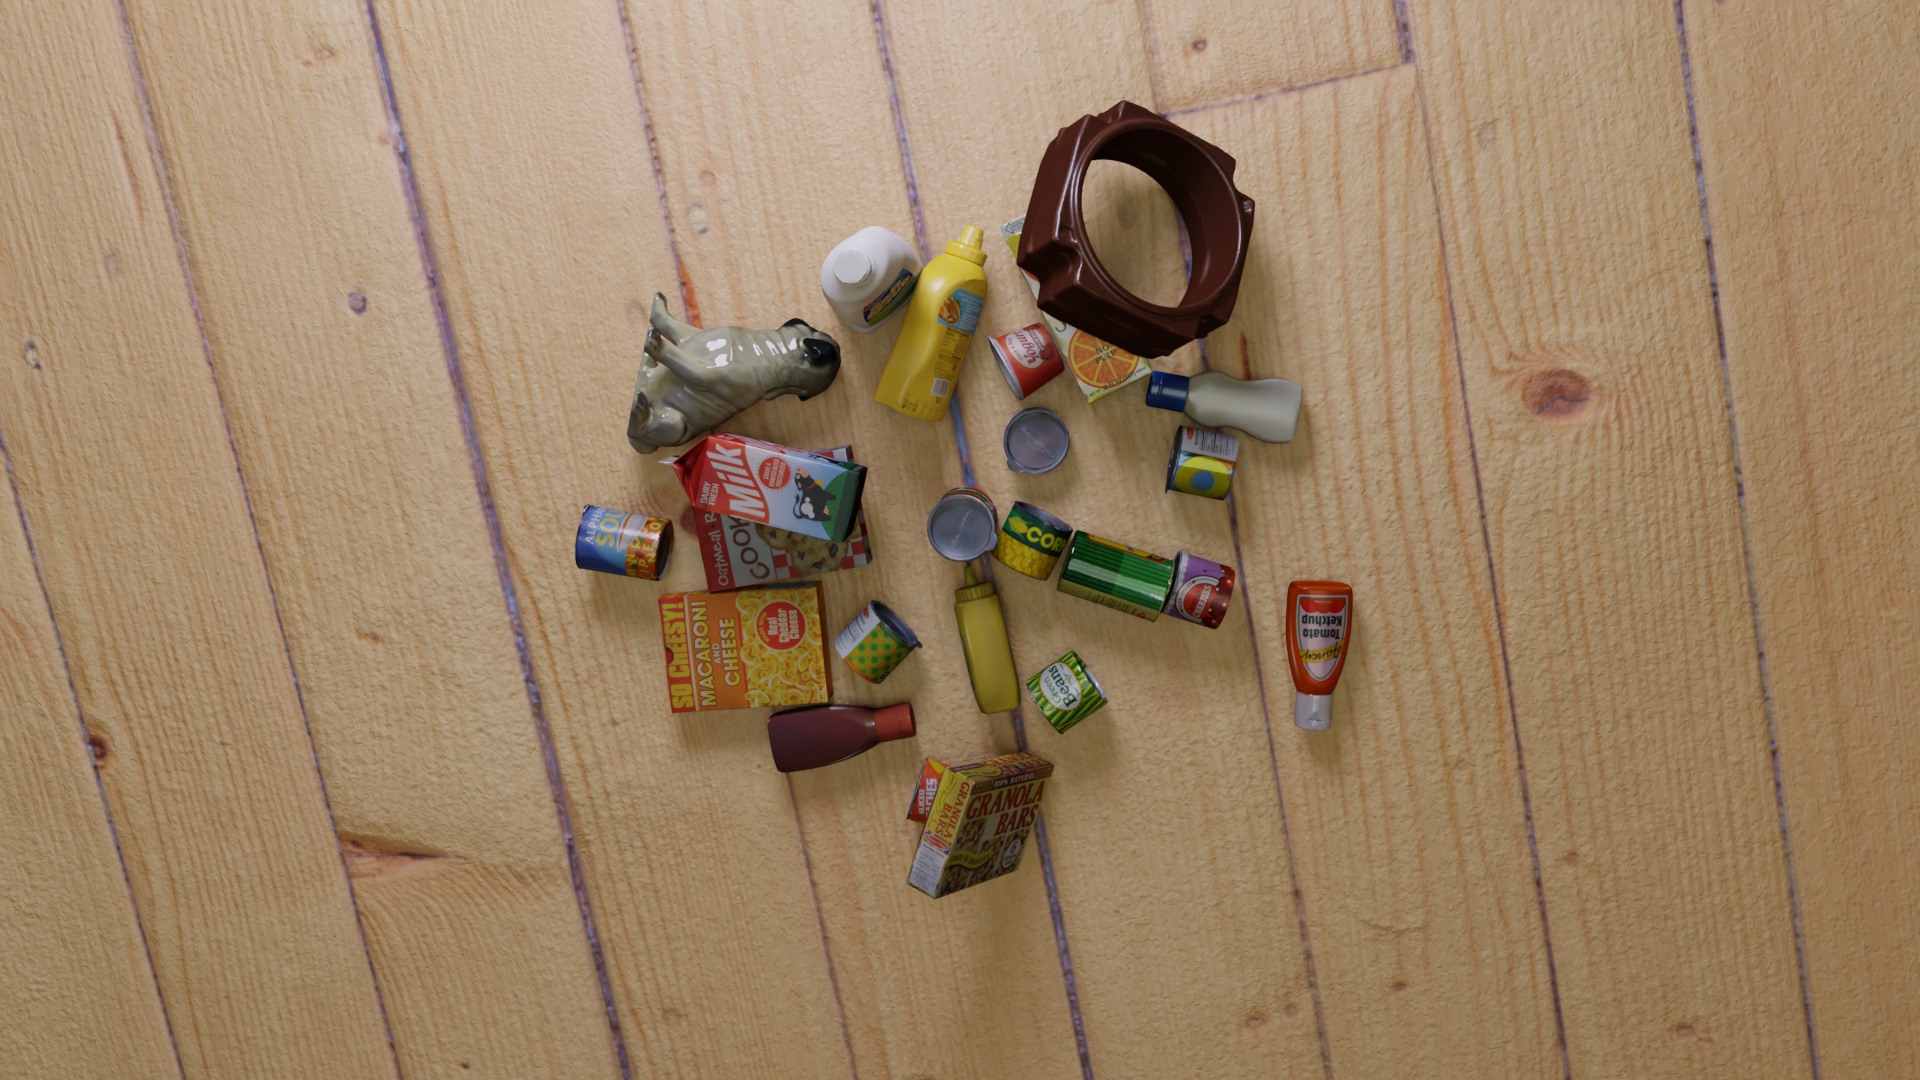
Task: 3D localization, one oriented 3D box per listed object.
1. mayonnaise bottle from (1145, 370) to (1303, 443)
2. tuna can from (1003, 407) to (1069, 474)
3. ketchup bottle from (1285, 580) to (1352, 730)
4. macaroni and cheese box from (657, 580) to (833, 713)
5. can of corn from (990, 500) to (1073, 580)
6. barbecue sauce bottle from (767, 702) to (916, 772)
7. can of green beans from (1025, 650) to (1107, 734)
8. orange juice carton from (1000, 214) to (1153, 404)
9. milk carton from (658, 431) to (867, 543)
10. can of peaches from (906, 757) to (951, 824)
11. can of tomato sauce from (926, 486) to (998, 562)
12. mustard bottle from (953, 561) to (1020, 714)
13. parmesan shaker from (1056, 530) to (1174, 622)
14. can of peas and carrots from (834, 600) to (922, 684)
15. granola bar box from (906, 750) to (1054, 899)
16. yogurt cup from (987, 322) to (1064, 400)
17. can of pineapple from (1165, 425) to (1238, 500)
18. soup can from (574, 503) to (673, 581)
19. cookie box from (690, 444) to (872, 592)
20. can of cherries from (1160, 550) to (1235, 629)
[{"bbox_3d":[0.260,-0.138,1.376,0.148,0.041,0.064,11,97,3],"label":"mayonnaise bottle"},{"bbox_3d":[0.075,-0.099,1.396,0.071,0.033,0.071,0,98,3],"label":"tuna can"},{"bbox_3d":[0.360,0.116,1.403,0.065,0.043,0.148,1,99,3],"label":"ketchup bottle"},{"bbox_3d":[-0.222,0.110,1.439,0.166,0.040,0.123,-5,97,4],"label":"macaroni and cheese box"},{"bbox_3d":[0.072,0.001,1.391,0.071,0.071,0.058,26,100,0],"label":"can of corn"},{"bbox_3d":[-0.122,0.199,1.443,0.148,0.044,0.064,-11,97,4],"label":"barbecue sauce bottle"},{"bbox_3d":[0.108,0.154,1.411,0.058,0.071,0.071,-35,95,7],"label":"can of green beans"},{"bbox_3d":[0.113,-0.235,1.354,0.072,0.073,0.192,-27,95,7],"label":"orange juice carton"},{"bbox_3d":[-0.194,-0.058,1.356,0.191,0.072,0.073,14,98,1],"label":"milk carton"},{"bbox_3d":[-0.019,0.265,1.432,0.058,0.071,0.071,18,99,0],"label":"can of peaches"},{"bbox_3d":[0.005,-0.017,1.386,0.071,0.083,0.071,0,98,3],"label":"can of tomato sauce"},{"bbox_3d":[0.023,0.094,1.413,0.049,0.065,0.160,-13,91,0],"label":"mustard bottle"},{"bbox_3d":[0.155,0.034,1.390,0.103,0.071,0.071,18,99,1],"label":"parmesan shaker"},{"bbox_3d":[-0.084,0.106,1.417,0.071,0.071,0.058,43,99,-3],"label":"can of peas and carrots"},{"bbox_3d":[0.022,0.280,1.388,0.039,0.166,0.124,23,100,30],"label":"granola bar box"},{"bbox_3d":[0.067,-0.179,1.371,0.054,0.072,0.072,-28,96,-1],"label":"yogurt cup"},{"bbox_3d":[0.238,-0.075,1.373,0.058,0.071,0.071,12,99,2],"label":"can of pineapple"},{"bbox_3d":[-0.342,0.001,1.416,0.084,0.071,0.071,9,99,2],"label":"soup can"},{"bbox_3d":[-0.185,-0.023,1.418,0.167,0.040,0.122,-9,97,5],"label":"cookie box"},{"bbox_3d":[0.237,0.051,1.387,0.058,0.071,0.071,18,99,0],"label":"can of cherries"}]
